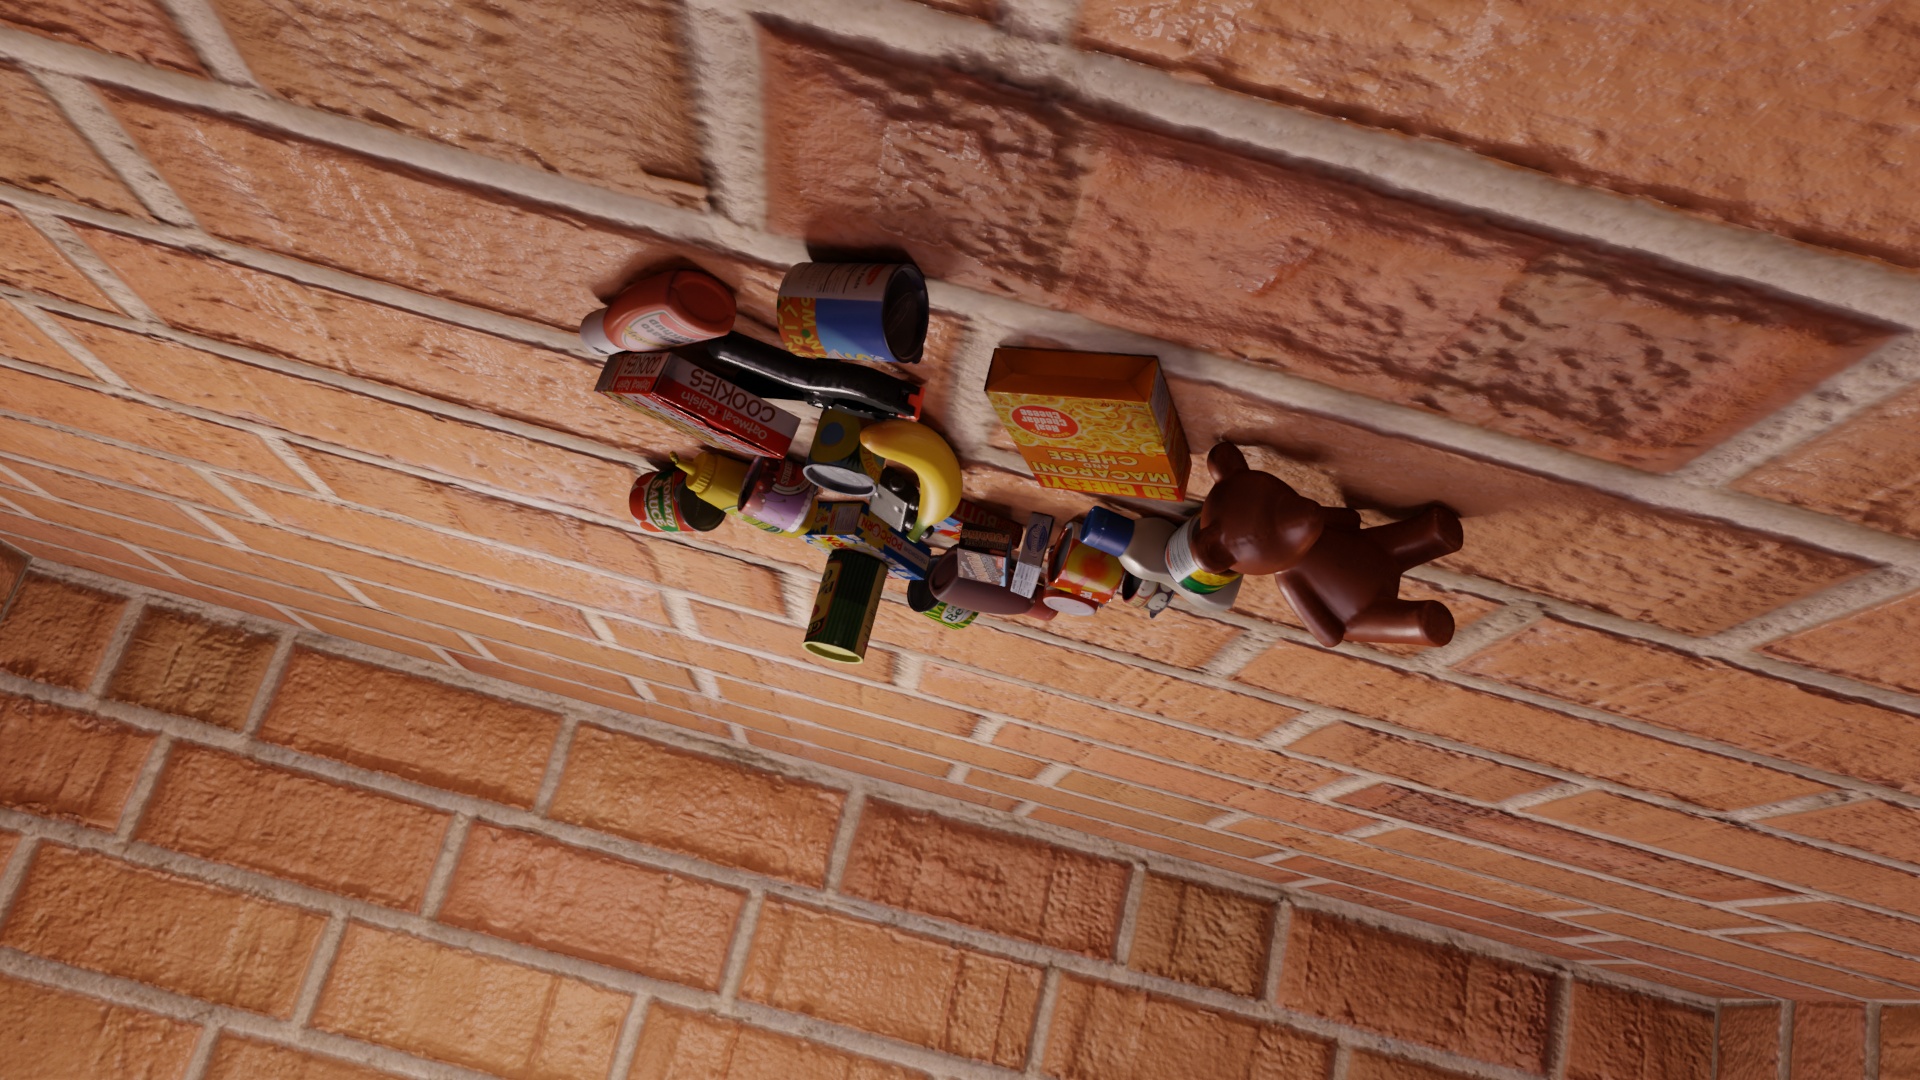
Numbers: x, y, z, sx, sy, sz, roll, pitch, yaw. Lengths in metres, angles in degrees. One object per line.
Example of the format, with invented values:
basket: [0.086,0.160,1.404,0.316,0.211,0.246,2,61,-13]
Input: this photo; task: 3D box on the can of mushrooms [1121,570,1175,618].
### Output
can of mushrooms: [0.179,0.035,1.302,0.033,0.071,0.071,20,161,-11]

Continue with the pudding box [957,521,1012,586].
pudding box: [0.024,0.014,1.337,0.050,0.030,0.083,12,160,5]

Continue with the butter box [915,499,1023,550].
butter box: [0.005,-0.017,1.354,0.103,0.024,0.053,23,160,-24]

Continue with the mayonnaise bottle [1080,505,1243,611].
mayonnaise bottle: [0.181,0.011,1.249,0.148,0.065,0.041,22,164,-9]

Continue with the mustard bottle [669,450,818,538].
mustard bottle: [-0.222,-0.051,1.388,0.160,0.049,0.065,25,157,-29]

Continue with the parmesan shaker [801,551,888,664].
parmesan shaker: [-0.120,0.071,1.453,0.071,0.103,0.071,13,161,5]

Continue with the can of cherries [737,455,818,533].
can of cherries: [-0.175,-0.049,1.335,0.058,0.072,0.071,22,160,-19]

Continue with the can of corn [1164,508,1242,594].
can of corn: [0.219,0.008,1.200,0.071,0.071,0.058,17,161,-6]

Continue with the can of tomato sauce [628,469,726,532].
can of tomato sauce: [-0.295,-0.041,1.442,0.083,0.071,0.071,-1,156,40]

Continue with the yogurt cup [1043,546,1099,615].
yogurt cup: [0.115,0.042,1.396,0.072,0.054,0.072,13,162,4]

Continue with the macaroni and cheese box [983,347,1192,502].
macaroni and cheese box: [0.102,-0.086,1.054,0.124,0.040,0.166,7,160,21]

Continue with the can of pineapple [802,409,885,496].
can of pineapple: [-0.095,-0.077,1.202,0.071,0.058,0.070,13,162,4]

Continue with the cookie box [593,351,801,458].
cookie box: [-0.222,-0.113,1.158,0.123,0.040,0.167,26,173,-30]

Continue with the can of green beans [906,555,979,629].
can of green beans: [-0.015,0.058,1.521,0.071,0.071,0.058,-6,153,46]

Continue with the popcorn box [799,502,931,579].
popcorn box: [-0.101,0.002,1.468,0.085,0.038,0.126,1,157,37]

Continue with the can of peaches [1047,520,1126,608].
can of peaches: [0.119,0.023,1.310,0.058,0.071,0.071,19,161,-10]

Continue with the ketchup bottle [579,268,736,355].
ketchup bottle: [-0.237,-0.170,1.061,0.148,0.043,0.064,-4,160,45]

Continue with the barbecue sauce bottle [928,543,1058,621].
barbecue sauce bottle: [0.042,0.051,1.477,0.148,0.064,0.044,20,-154,-35]

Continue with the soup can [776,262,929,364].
soup can: [-0.072,-0.153,0.943,0.084,0.071,0.071,6,160,25]

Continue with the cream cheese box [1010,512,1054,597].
cream cheese box: [0.070,0.015,1.353,0.024,0.053,0.103,15,161,3]
